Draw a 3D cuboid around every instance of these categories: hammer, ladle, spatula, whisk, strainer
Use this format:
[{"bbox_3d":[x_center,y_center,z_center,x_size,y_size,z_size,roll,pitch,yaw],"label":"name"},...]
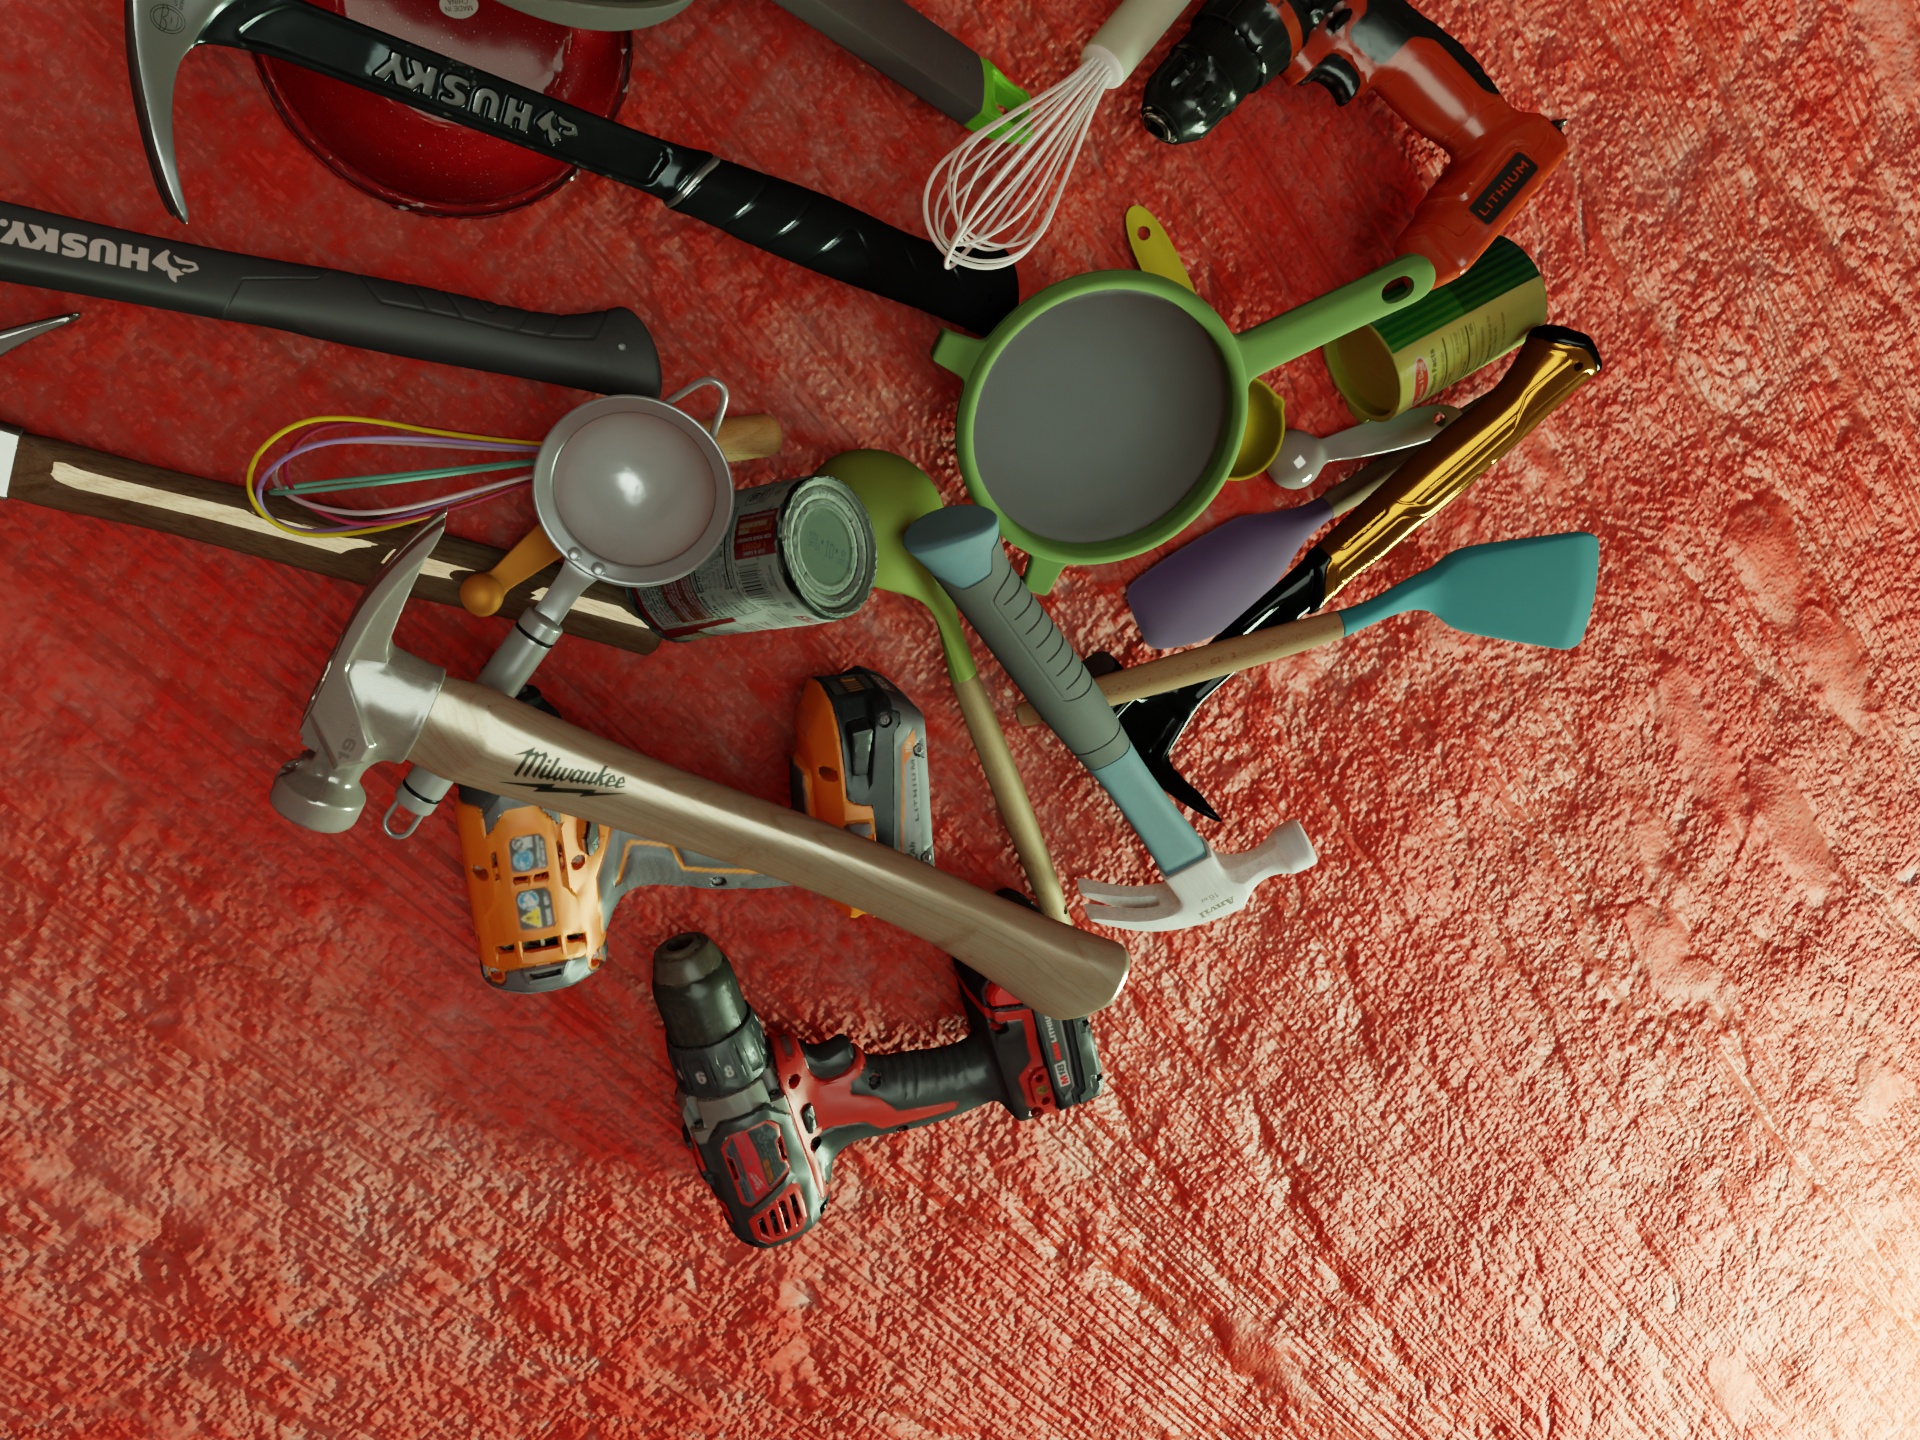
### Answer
[{"bbox_3d":[0.072,0.007,0.838,0.128,0.033,0.330,-30,129,12],"label":"hammer"},{"bbox_3d":[-0.001,-0.003,0.854,0.062,0.078,0.319,-5,127,25],"label":"ladle"},{"bbox_3d":[-0.133,-0.230,0.675,0.408,0.036,0.149,9,106,-39],"label":"hammer"},{"bbox_3d":[0.184,-0.040,0.858,0.317,0.044,0.082,-16,135,-5],"label":"spatula"},{"bbox_3d":[-0.190,-0.119,0.713,0.245,0.051,0.047,-13,94,-32],"label":"whisk"},{"bbox_3d":[0.063,-0.304,0.755,0.058,0.059,0.246,37,73,-1],"label":"whisk"},{"bbox_3d":[-0.291,-0.085,0.709,0.331,0.031,0.130,13,102,-26],"label":"hammer"},{"bbox_3d":[-0.184,-0.050,0.708,0.086,0.050,0.258,35,99,-19],"label":"strainer"},{"bbox_3d":[-0.087,0.047,0.738,0.410,0.038,0.146,24,105,-24],"label":"hammer"},{"bbox_3d":[0.233,-0.134,0.921,0.316,0.018,0.059,-32,117,-9],"label":"spatula"},{"bbox_3d":[0.221,-0.089,0.888,0.337,0.034,0.127,-42,118,7],"label":"hammer"},{"bbox_3d":[-0.286,-0.172,0.659,0.334,0.035,0.146,6,76,-29],"label":"hammer"},{"bbox_3d":[0.112,-0.182,0.809,0.256,0.069,0.151,-25,122,-1],"label":"strainer"}]

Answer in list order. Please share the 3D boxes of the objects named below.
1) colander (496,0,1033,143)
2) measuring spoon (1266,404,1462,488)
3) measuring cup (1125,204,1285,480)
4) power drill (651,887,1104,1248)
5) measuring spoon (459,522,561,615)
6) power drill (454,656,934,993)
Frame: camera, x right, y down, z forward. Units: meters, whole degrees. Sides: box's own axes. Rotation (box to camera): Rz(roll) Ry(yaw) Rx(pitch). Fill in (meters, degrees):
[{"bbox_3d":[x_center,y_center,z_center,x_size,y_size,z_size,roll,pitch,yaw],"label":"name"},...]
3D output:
[{"bbox_3d":[-0.089,-0.350,0.630,0.396,0.094,0.205,18,60,-40],"label":"colander"},{"bbox_3d":[0.231,-0.160,0.900,0.124,0.018,0.034,-16,91,-11],"label":"measuring spoon"},{"bbox_3d":[0.122,-0.202,0.854,0.062,0.029,0.156,-31,104,-9],"label":"measuring cup"},{"bbox_3d":[-0.050,0.171,0.873,0.226,0.080,0.187,-20,114,-12],"label":"power drill"},{"bbox_3d":[-0.184,-0.088,0.736,0.117,0.011,0.021,-47,110,-29],"label":"measuring spoon"},{"bbox_3d":[-0.133,0.036,0.790,0.226,0.084,0.164,-9,110,-16],"label":"power drill"}]
